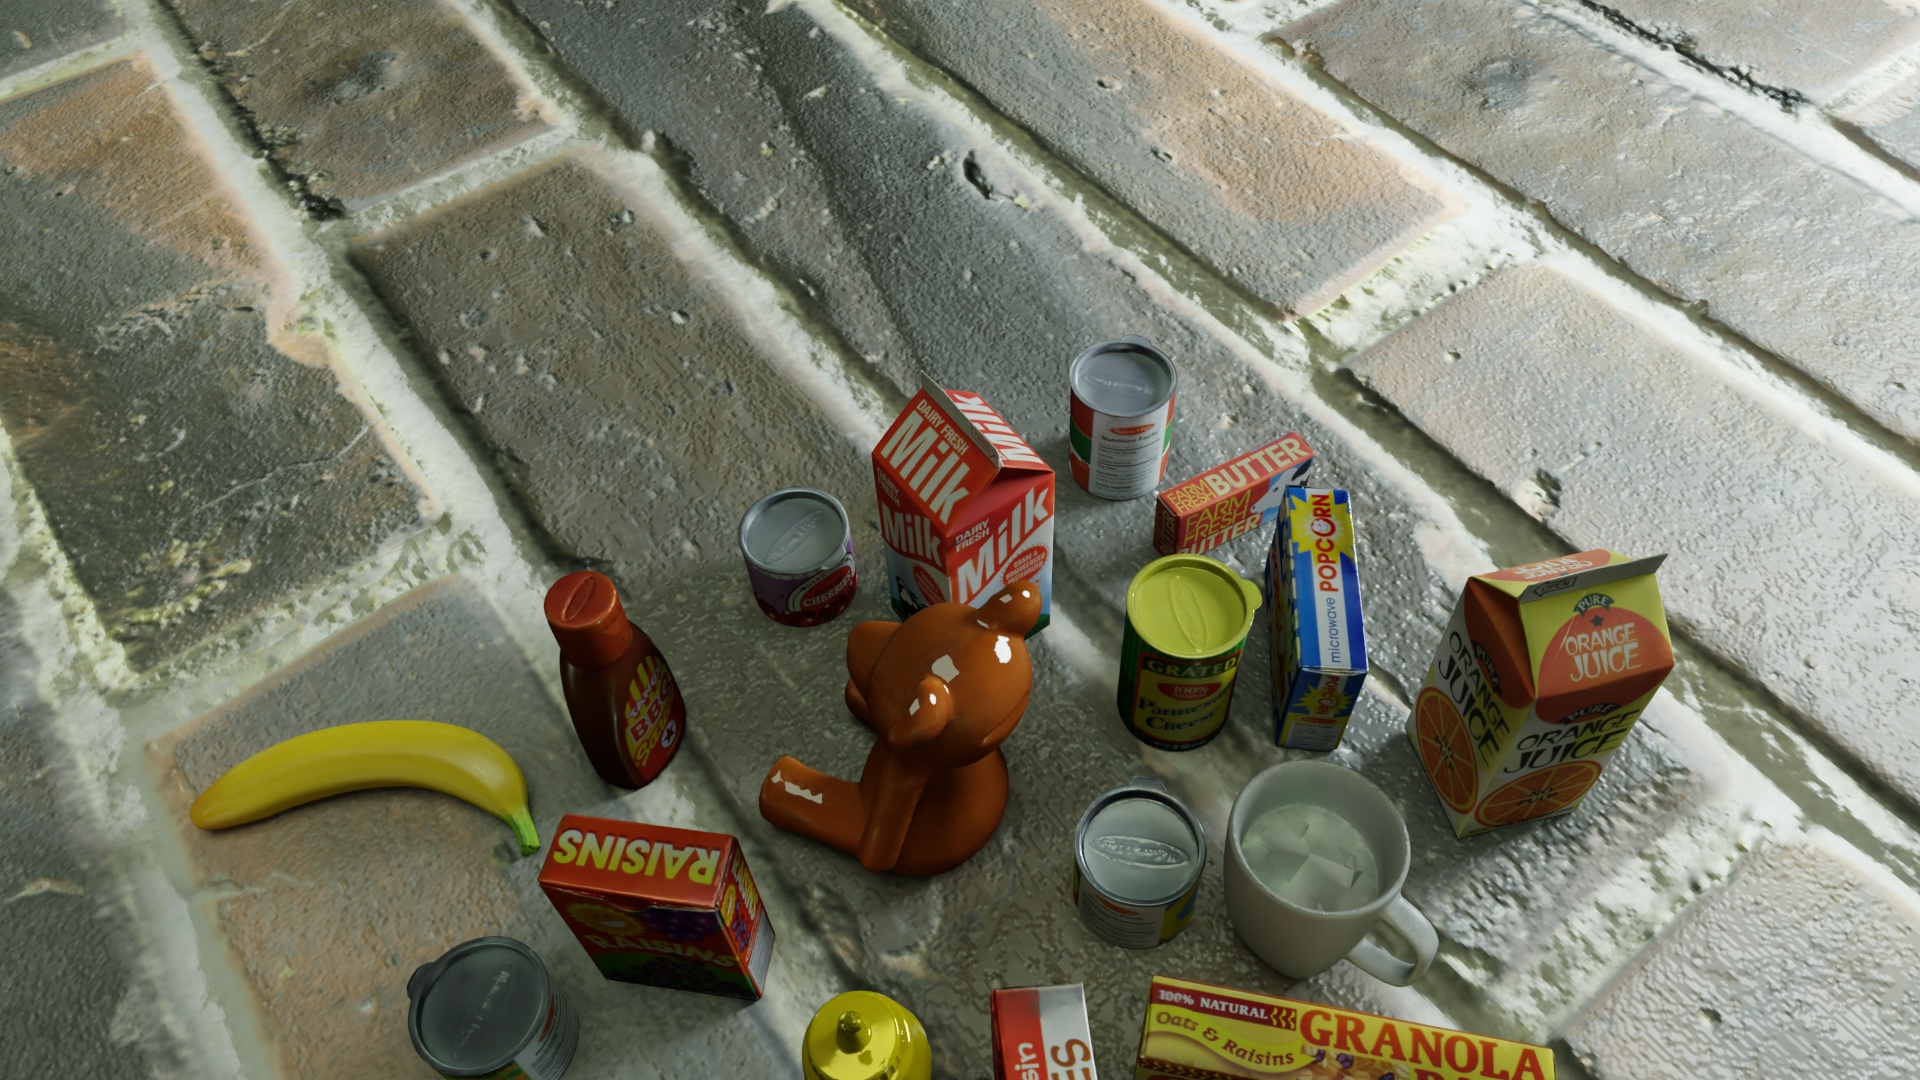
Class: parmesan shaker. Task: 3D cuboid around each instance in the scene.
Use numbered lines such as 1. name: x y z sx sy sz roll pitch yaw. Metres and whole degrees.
1. parmesan shaker: 0.124 0.064 0.765 0.071 0.102 0.071 -1 53 2

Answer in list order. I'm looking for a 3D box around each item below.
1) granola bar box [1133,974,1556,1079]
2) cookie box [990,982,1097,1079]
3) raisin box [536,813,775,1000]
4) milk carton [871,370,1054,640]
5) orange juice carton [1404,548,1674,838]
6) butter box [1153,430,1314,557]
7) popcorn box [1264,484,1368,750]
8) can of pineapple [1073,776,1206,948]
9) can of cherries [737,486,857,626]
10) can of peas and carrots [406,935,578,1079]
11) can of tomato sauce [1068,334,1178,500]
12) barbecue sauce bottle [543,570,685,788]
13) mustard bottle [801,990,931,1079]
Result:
1. granola bar box: 0.160 0.244 0.612 0.165 0.123 0.039 8 54 9
2. cookie box: 0.038 0.271 0.569 0.040 0.166 0.123 -7 53 -2
3. raisin box: -0.144 0.181 0.675 0.086 0.122 0.040 6 53 8
4. milk carton: 0.003 -0.010 0.772 0.074 0.189 0.072 -31 57 -19
5. orange juice carton: 0.289 0.070 0.696 0.072 0.191 0.073 -12 53 -6
6. butter box: 0.169 -0.026 0.863 0.104 0.052 0.024 -24 55 -15
7. popcorn box: 0.199 0.044 0.788 0.038 0.084 0.127 2 53 5
8. can of pineapple: 0.092 0.167 0.715 0.071 0.057 0.071 -1 53 2
9. can of cherries: -0.096 0.012 0.843 0.071 0.058 0.072 -1 53 2
10. can of peas and carrots: -0.228 0.235 0.678 0.071 0.058 0.071 -1 53 2
11. can of tomato sauce: 0.102 -0.078 0.887 0.071 0.082 0.071 -1 53 2
12. barbecue sauce bottle: -0.186 0.073 0.744 0.044 0.147 0.065 14 55 13
13. mustard bottle: -0.042 0.231 0.608 0.049 0.159 0.065 8 54 9
